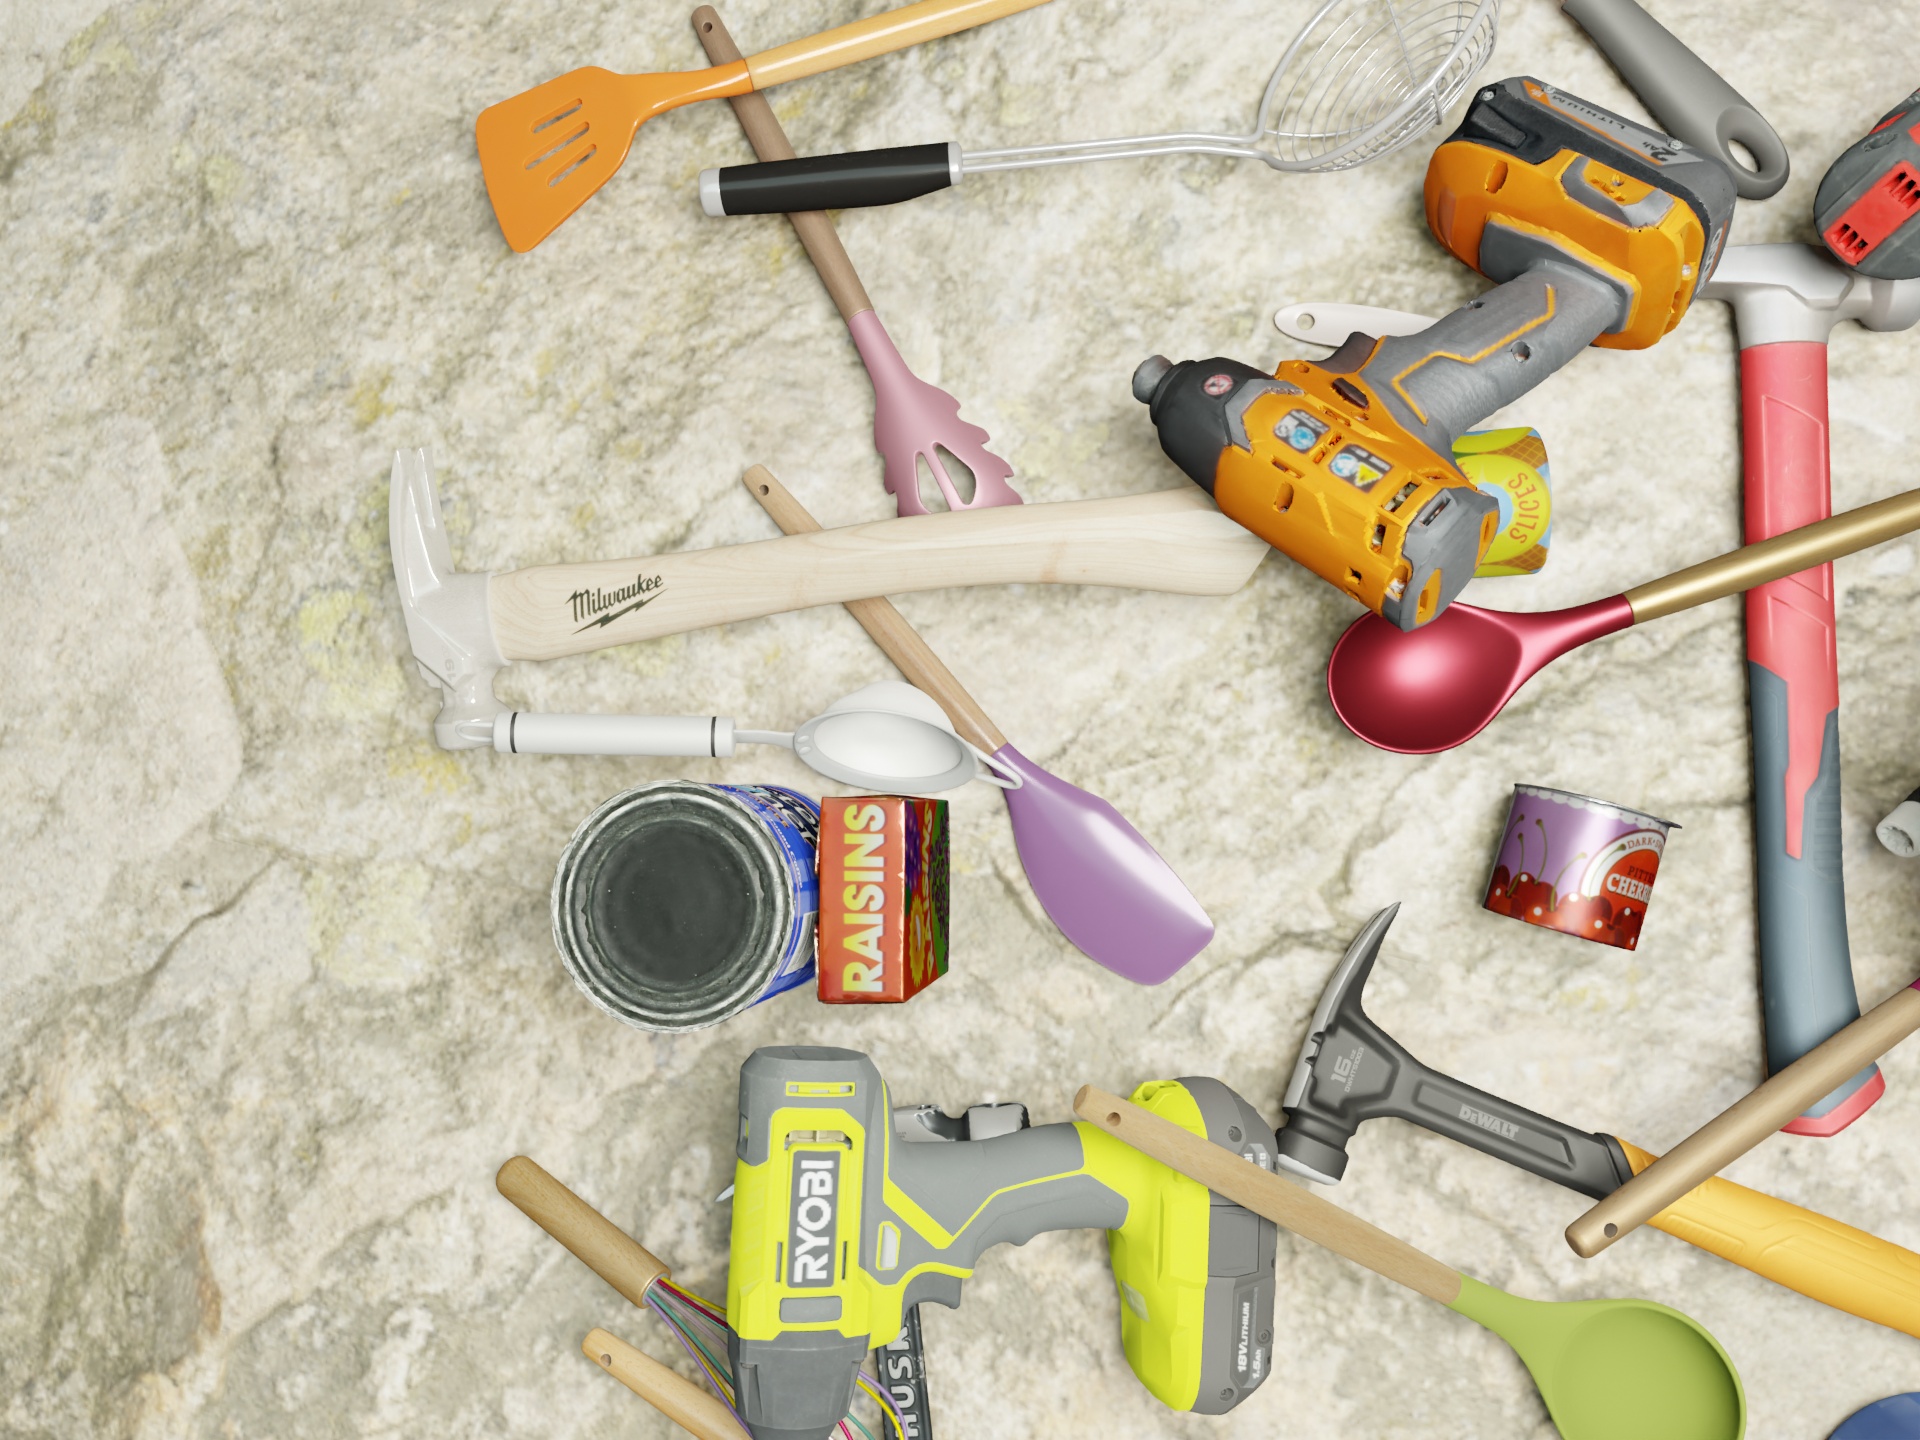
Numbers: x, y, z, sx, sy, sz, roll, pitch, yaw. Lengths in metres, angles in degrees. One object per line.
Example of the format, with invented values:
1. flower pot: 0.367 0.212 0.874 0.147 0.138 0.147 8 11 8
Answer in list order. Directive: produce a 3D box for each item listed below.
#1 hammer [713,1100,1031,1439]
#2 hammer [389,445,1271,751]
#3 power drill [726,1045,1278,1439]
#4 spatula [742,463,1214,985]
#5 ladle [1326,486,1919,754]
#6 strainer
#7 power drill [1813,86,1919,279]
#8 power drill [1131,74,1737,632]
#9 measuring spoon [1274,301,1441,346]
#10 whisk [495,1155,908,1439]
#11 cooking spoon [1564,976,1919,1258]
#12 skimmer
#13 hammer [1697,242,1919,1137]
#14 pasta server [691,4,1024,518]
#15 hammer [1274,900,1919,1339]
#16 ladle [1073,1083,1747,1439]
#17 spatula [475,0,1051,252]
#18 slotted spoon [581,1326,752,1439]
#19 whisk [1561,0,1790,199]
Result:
1. hammer: -0.023 0.385 0.729 0.149 0.036 0.409 -6 86 9
2. hammer: -0.065 -0.079 0.732 0.410 0.038 0.146 -6 101 11
3. power drill: 0.014 0.227 0.670 0.223 0.080 0.171 4 85 -15
4. spatula: -0.001 -0.002 0.757 0.060 0.018 0.316 -42 83 12
5. ladle: 0.309 -0.058 0.677 0.315 0.031 0.069 -19 82 7
6. strainer: -0.101 0.005 0.729 0.258 0.086 0.050 1 63 -3
7. power drill: 0.478 -0.182 0.647 0.188 0.080 0.227 -33 78 -24
8. power drill: 0.190 -0.161 0.661 0.164 0.084 0.226 38 77 26
9. measuring spoon: 0.209 -0.179 0.743 0.124 0.018 0.034 12 88 15
10. whisk: -0.126 0.274 0.721 0.245 0.051 0.047 28 110 25
11. cooking spoon: 0.377 0.129 0.657 0.319 0.017 0.069 -30 94 -12
12. skimmer: 0.054 -0.286 0.719 0.363 0.090 0.127 -5 47 5
13. hammer: 0.350 -0.016 0.699 0.143 0.038 0.386 -1 87 9
14. pasta server: -0.059 -0.216 0.776 0.060 0.040 0.316 -28 79 6
15. hammer: 0.310 0.199 0.687 0.337 0.034 0.127 23 75 5
16. ladle: 0.185 0.227 0.650 0.320 0.062 0.078 30 91 -13
17. spatula: -0.078 -0.314 0.768 0.322 0.041 0.081 -19 77 -4
18. slotted spoon: -0.038 0.360 0.704 0.314 0.031 0.070 29 95 11
19. whisk: 0.270 -0.348 0.723 0.073 0.073 0.296 -43 88 4
